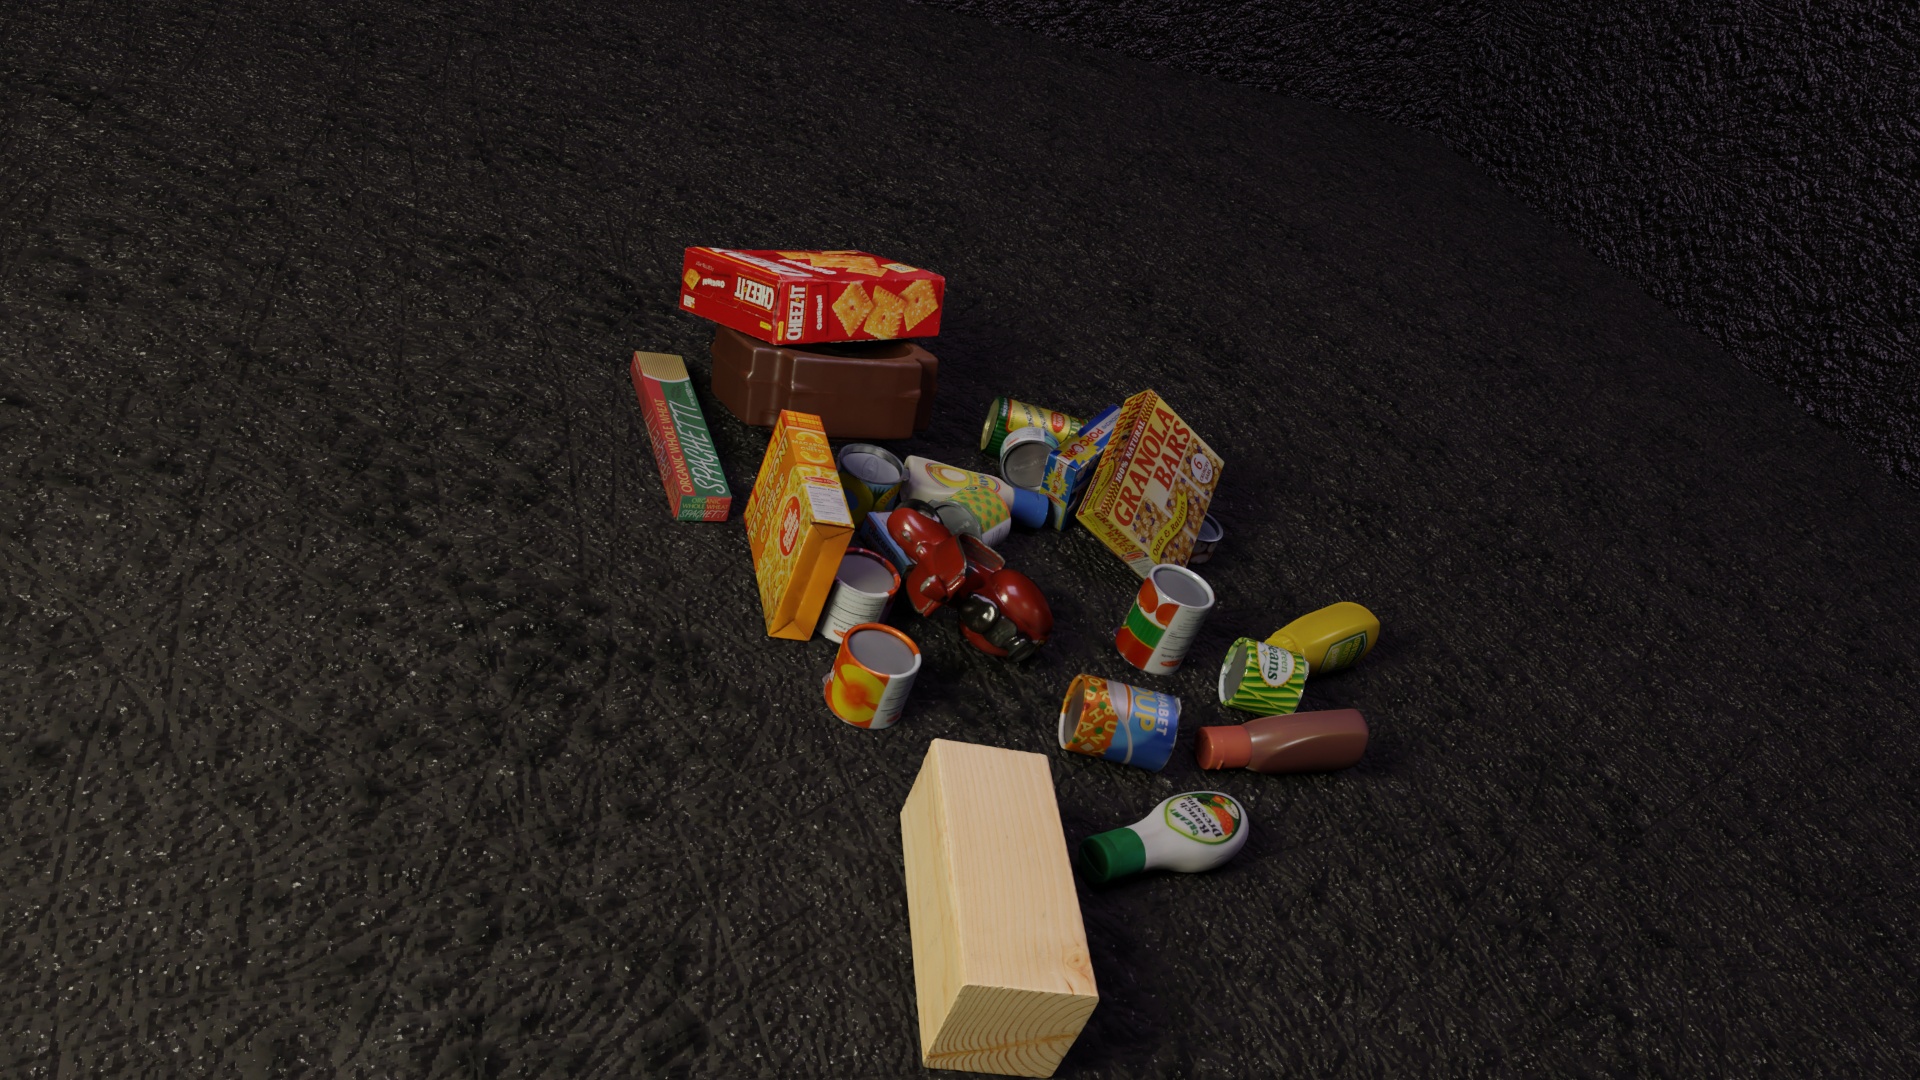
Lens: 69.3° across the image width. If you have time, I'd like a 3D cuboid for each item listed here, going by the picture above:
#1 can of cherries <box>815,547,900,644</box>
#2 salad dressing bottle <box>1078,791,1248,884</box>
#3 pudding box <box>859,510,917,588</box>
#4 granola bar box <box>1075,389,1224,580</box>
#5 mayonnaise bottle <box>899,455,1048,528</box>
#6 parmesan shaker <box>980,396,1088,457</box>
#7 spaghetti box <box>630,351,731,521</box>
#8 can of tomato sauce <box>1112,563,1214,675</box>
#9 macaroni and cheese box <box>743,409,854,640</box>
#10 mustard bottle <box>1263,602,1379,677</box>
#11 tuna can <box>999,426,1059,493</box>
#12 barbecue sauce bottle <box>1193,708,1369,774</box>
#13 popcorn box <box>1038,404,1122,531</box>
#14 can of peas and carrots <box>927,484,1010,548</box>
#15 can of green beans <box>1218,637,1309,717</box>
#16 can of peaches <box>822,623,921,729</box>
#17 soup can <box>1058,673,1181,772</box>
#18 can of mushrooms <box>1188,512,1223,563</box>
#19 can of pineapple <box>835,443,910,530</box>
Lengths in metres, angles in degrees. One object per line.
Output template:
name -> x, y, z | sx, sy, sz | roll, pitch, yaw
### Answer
can of cherries -> -0.091, 0.046, 1.191 | 0.071, 0.058, 0.072 | 15, 33, -10
salad dressing bottle -> 0.158, 0.233, 1.078 | 0.148, 0.043, 0.064 | -6, 41, -36
pudding box -> -0.053, 0.007, 1.296 | 0.050, 0.030, 0.084 | -4, 41, -36
granola bar box -> 0.195, -0.052, 1.416 | 0.124, 0.039, 0.166 | 41, 55, -22
mayonnaise bottle -> 0.014, -0.045, 1.400 | 0.148, 0.041, 0.065 | 12, 32, -14
parmesan shaker -> 0.080, -0.112, 1.515 | 0.103, 0.071, 0.072 | 15, 33, -11
spaghetti box -> -0.270, -0.104, 1.332 | 0.050, 0.028, 0.251 | 2, 37, -27
can of tomato sauce -> 0.189, 0.072, 1.294 | 0.071, 0.082, 0.071 | 16, 33, -10
macaroni and cheese box -> -0.141, -0.015, 1.191 | 0.040, 0.123, 0.167 | 10, 34, -24
mustard bottle -> 0.341, 0.105, 1.359 | 0.161, 0.065, 0.049 | -13, 41, -34
tuna can -> 0.076, -0.084, 1.474 | 0.071, 0.070, 0.033 | 17, 32, -9
barbecue sauce bottle -> 0.279, 0.178, 1.216 | 0.149, 0.064, 0.044 | -1, 46, -17
popcorn box -> 0.133, -0.078, 1.456 | 0.038, 0.084, 0.127 | 32, 46, 21
can of peas and carrots -> 0.005, -0.017, 1.330 | 0.071, 0.070, 0.059 | 34, 33, 18
can of green beans -> 0.278, 0.128, 1.280 | 0.058, 0.071, 0.071 | 17, 33, -8
can of peaches -> -0.072, 0.107, 1.113 | 0.071, 0.057, 0.071 | 16, 33, -11
soup can -> 0.133, 0.150, 1.159 | 0.084, 0.071, 0.072 | 15, 33, -10
can of mushrooms -> 0.243, -0.007, 1.487 | 0.071, 0.033, 0.071 | 16, 33, -11
can of pineapple -> -0.091, -0.050, 1.332 | 0.071, 0.057, 0.071 | 15, 33, -10
